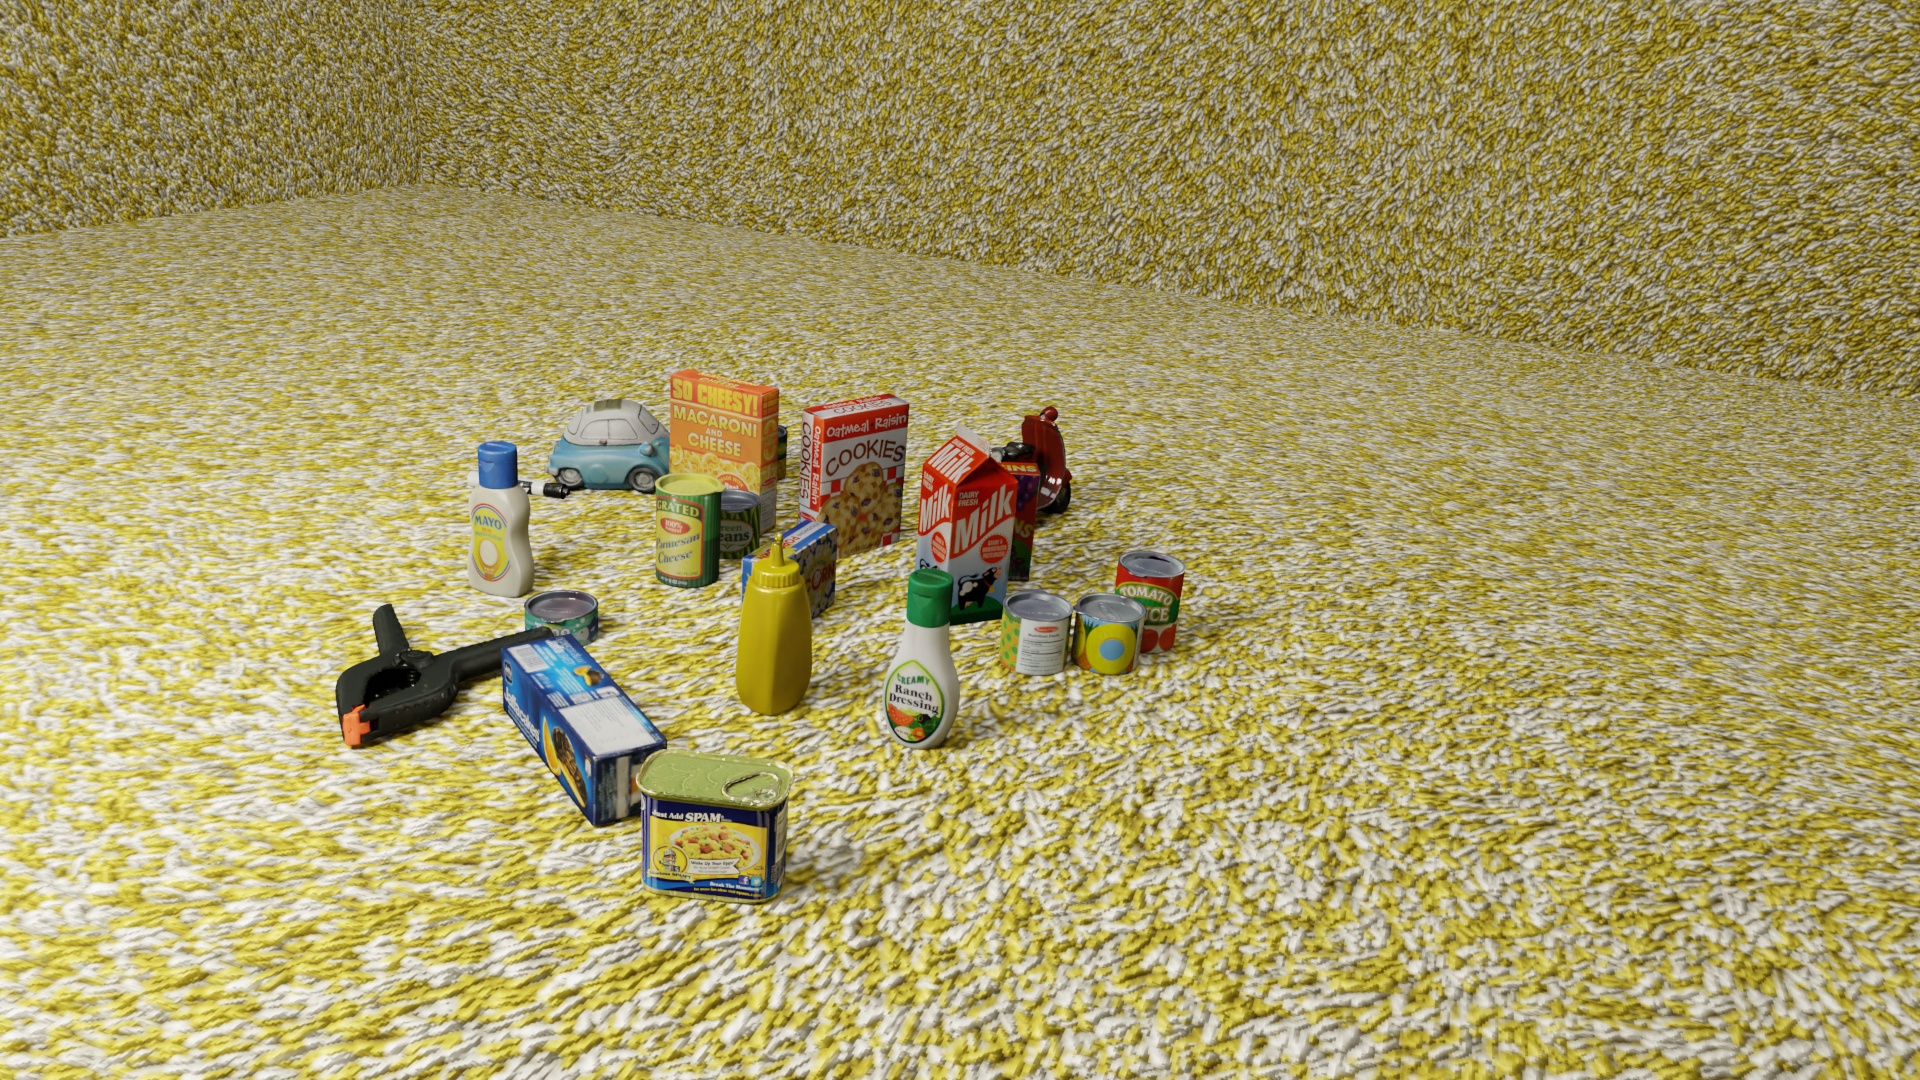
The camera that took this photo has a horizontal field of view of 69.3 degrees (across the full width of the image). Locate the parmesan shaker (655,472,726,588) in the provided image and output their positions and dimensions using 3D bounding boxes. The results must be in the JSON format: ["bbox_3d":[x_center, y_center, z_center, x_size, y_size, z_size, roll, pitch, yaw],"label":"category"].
[{"bbox_3d":[-0.275,-0.010,1.414,0.071,0.102,0.071,4,21,-2],"label":"parmesan shaker"}]

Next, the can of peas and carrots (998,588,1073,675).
[{"bbox_3d":[0.070,0.086,1.308,0.071,0.058,0.071,4,21,-2],"label":"can of peas and carrots"}]

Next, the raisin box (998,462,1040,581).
[{"bbox_3d":[0.037,-0.021,1.486,0.086,0.123,0.040,3,21,-6],"label":"raisin box"}]

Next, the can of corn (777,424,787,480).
[{"bbox_3d":[-0.248,-0.111,1.740,0.071,0.058,0.071,4,21,-2],"label":"can of corn"}]

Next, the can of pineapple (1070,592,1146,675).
[{"bbox_3d":[0.138,0.088,1.319,0.071,0.057,0.071,4,21,-2],"label":"can of pineapple"}]

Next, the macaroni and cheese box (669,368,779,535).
[{"bbox_3d":[-0.266,-0.100,1.560,0.124,0.165,0.040,14,22,22],"label":"macaroni and cheese box"}]

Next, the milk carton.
[{"bbox_3d":[0.005,-0.017,1.377,0.073,0.189,0.072,-6,24,-27],"label":"milk carton"}]

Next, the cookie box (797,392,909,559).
[{"bbox_3d":[-0.118,-0.069,1.512,0.123,0.166,0.040,-16,29,-43],"label":"cookie box"}]

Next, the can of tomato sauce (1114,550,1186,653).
[{"bbox_3d":[0.183,0.061,1.365,0.071,0.082,0.071,4,21,-2],"label":"can of tomato sauce"}]

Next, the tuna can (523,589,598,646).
[{"bbox_3d":[-0.367,0.074,1.276,0.071,0.032,0.071,4,21,-2],"label":"tuna can"}]

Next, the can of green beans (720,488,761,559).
[{"bbox_3d":[-0.250,-0.018,1.503,0.071,0.057,0.071,4,21,-2],"label":"can of green beans"}]

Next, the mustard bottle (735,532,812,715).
[{"bbox_3d":[-0.156,0.066,1.169,0.049,0.159,0.065,17,24,29],"label":"mustard bottle"}]

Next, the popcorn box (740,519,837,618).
[{"bbox_3d":[-0.164,0.040,1.338,0.038,0.085,0.127,13,22,19],"label":"popcorn box"}]

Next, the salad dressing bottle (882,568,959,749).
[{"bbox_3d":[-0.030,0.097,1.137,0.064,0.147,0.044,13,22,19],"label":"salad dressing bottle"}]

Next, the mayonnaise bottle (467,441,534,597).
[{"bbox_3d":[-0.446,-0.021,1.342,0.065,0.147,0.041,11,22,16],"label":"mayonnaise bottle"}]
